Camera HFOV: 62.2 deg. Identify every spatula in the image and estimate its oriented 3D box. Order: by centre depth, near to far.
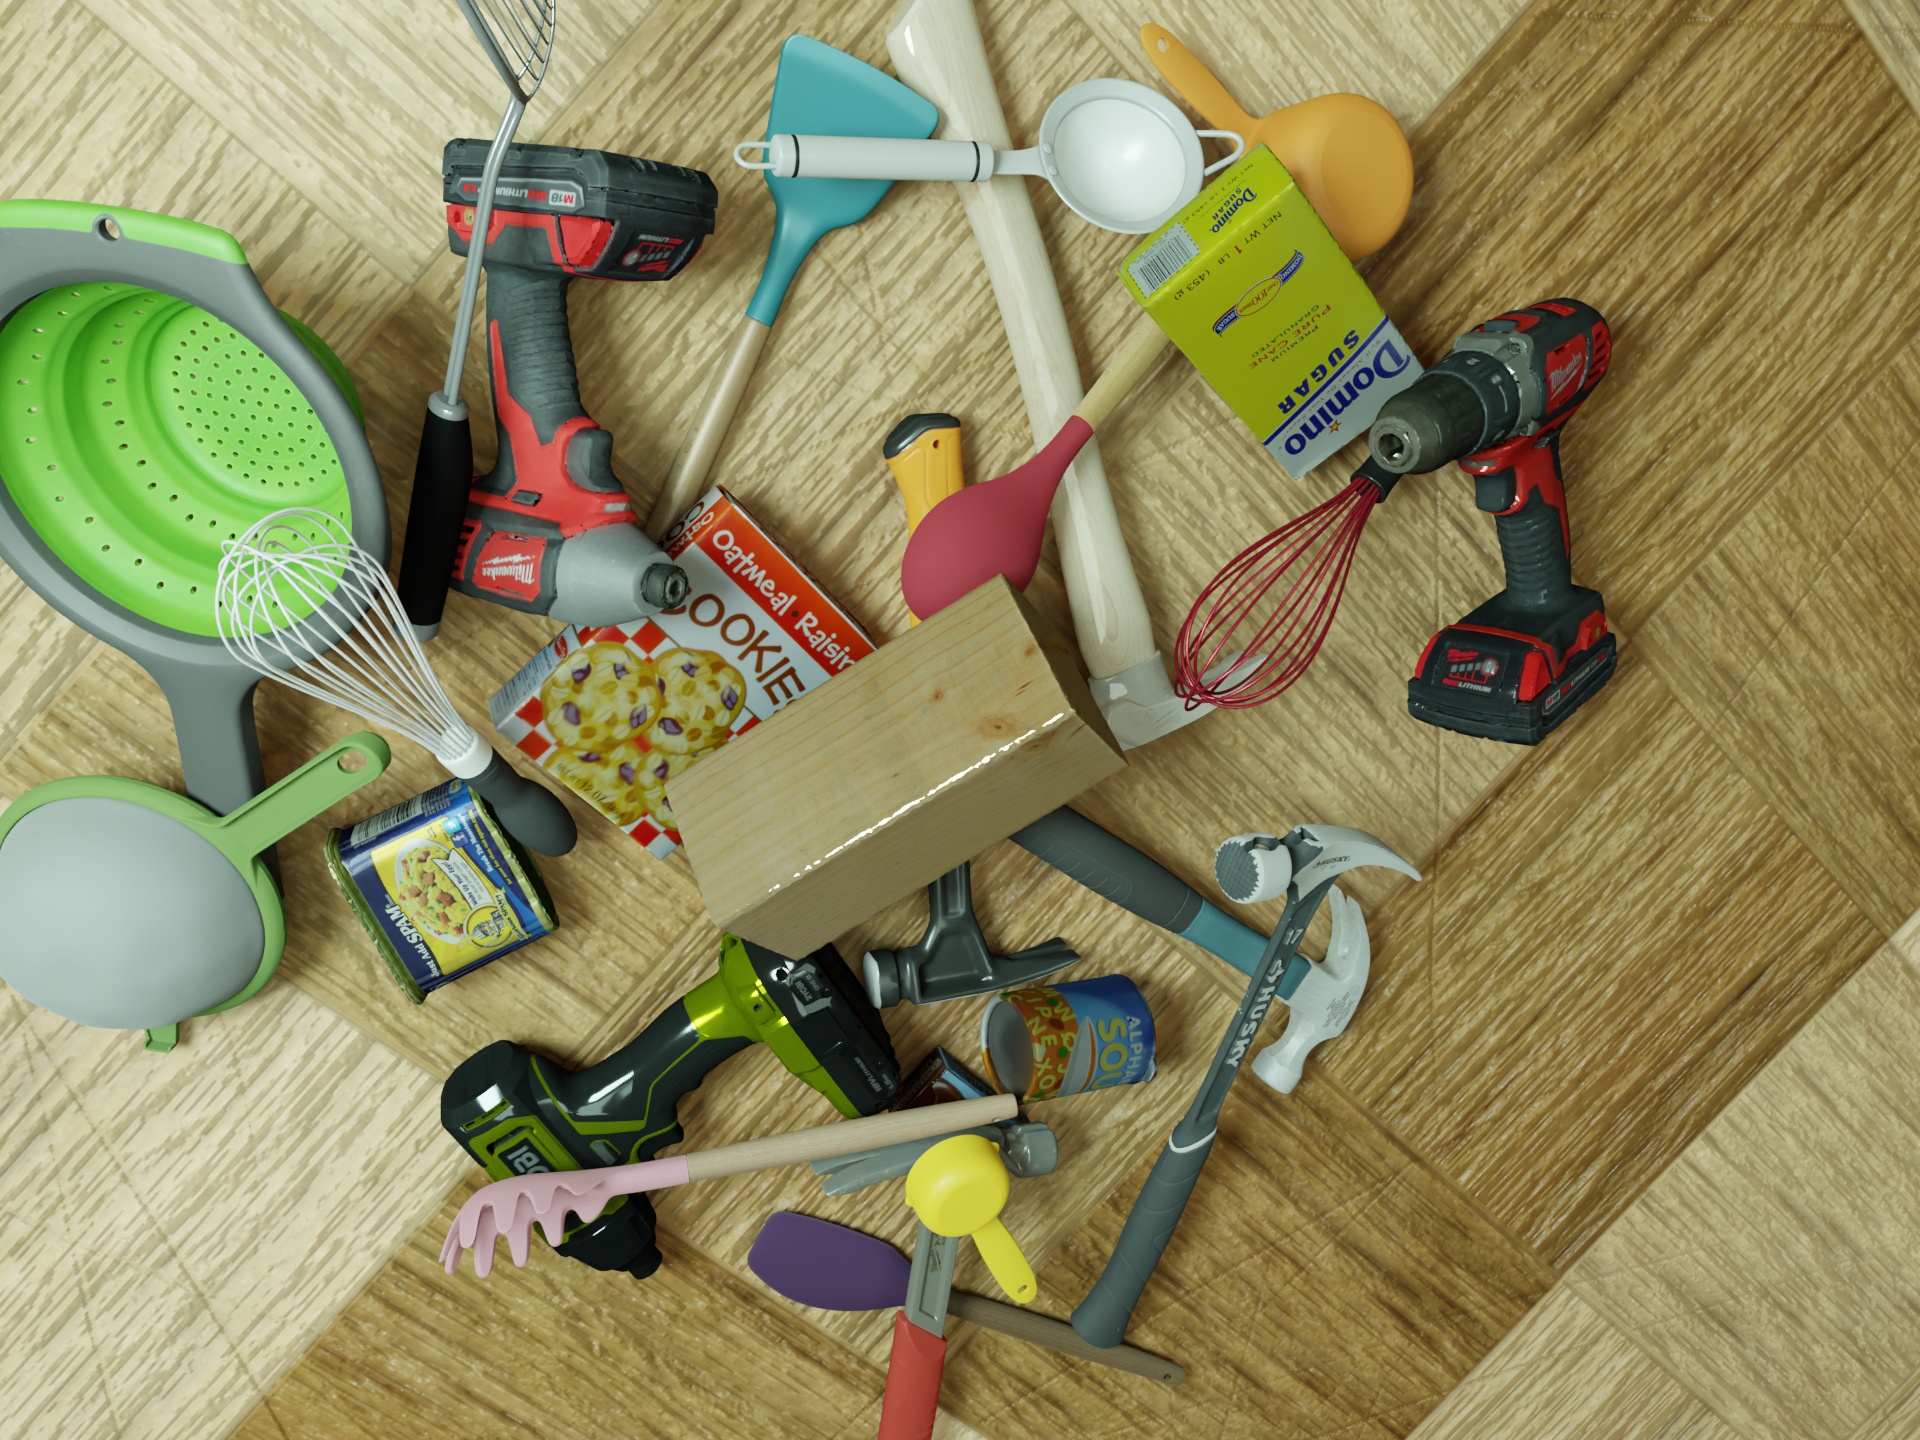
[{"bbox_3d":[-0.116,-0.181,0.813,0.082,0.044,0.317,23,101,-15],"label":"spatula"},{"bbox_3d":[0.010,0.382,1.024,0.315,0.018,0.059,24,102,-18],"label":"spatula"}]

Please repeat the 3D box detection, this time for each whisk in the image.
[{"bbox_3d":[-0.247,0.000,0.738,0.070,0.070,0.284,-31,147,-3],"label":"whisk"},{"bbox_3d":[0.215,-0.115,0.881,0.073,0.073,0.296,46,76,-21],"label":"whisk"}]

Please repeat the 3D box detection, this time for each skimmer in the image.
[{"bbox_3d":[-0.242,-0.197,0.685,0.090,0.127,0.363,5,122,-26],"label":"skimmer"}]

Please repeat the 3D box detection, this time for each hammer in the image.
[{"bbox_3d":[0.056,-0.183,0.852,0.146,0.038,0.410,-24,108,-20],"label":"hammer"},{"bbox_3d":[-0.001,-0.003,0.895,0.127,0.034,0.336,-8,106,-17],"label":"hammer"},{"bbox_3d":[0.123,0.109,0.937,0.330,0.033,0.128,32,95,-30],"label":"hammer"},{"bbox_3d":[0.149,0.231,0.953,0.149,0.036,0.408,-4,125,-36],"label":"hammer"},{"bbox_3d":[-0.037,0.406,0.983,0.149,0.037,0.359,-2,114,-25],"label":"hammer"}]

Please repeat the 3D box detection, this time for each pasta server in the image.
[{"bbox_3d":[-0.120,0.246,0.867,0.316,0.040,0.060,-8,146,-12],"label":"pasta server"}]

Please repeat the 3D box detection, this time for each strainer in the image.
[{"bbox_3d":[-0.377,0.082,0.767,0.256,0.069,0.151,-29,114,21],"label":"strainer"},{"bbox_3d":[0.015,-0.273,0.776,0.258,0.050,0.087,-6,77,-21],"label":"strainer"}]

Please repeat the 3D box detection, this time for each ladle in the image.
[{"bbox_3d":[0.079,-0.172,0.831,0.069,0.031,0.315,45,75,-28],"label":"ladle"}]

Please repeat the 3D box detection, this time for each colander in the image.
[{"bbox_3d":[-0.352,-0.061,0.773,0.204,0.095,0.396,9,123,3],"label":"colander"}]

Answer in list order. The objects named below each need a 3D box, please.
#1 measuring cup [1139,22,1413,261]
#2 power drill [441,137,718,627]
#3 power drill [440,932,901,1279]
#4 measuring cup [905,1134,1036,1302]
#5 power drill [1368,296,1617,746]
[{"bbox_3d":[0.166,-0.305,0.820,0.173,0.052,0.095,32,81,-29],"label":"measuring cup"},{"bbox_3d":[-0.183,-0.154,0.757,0.143,0.078,0.219,16,107,28],"label":"power drill"},{"bbox_3d":[-0.154,0.215,0.906,0.223,0.080,0.171,-32,116,1],"label":"power drill"},{"bbox_3d":[0.018,0.300,0.919,0.062,0.029,0.156,-31,124,-7],"label":"measuring cup"},{"bbox_3d":[0.290,-0.102,0.870,0.188,0.080,0.226,-31,122,-36],"label":"power drill"}]
